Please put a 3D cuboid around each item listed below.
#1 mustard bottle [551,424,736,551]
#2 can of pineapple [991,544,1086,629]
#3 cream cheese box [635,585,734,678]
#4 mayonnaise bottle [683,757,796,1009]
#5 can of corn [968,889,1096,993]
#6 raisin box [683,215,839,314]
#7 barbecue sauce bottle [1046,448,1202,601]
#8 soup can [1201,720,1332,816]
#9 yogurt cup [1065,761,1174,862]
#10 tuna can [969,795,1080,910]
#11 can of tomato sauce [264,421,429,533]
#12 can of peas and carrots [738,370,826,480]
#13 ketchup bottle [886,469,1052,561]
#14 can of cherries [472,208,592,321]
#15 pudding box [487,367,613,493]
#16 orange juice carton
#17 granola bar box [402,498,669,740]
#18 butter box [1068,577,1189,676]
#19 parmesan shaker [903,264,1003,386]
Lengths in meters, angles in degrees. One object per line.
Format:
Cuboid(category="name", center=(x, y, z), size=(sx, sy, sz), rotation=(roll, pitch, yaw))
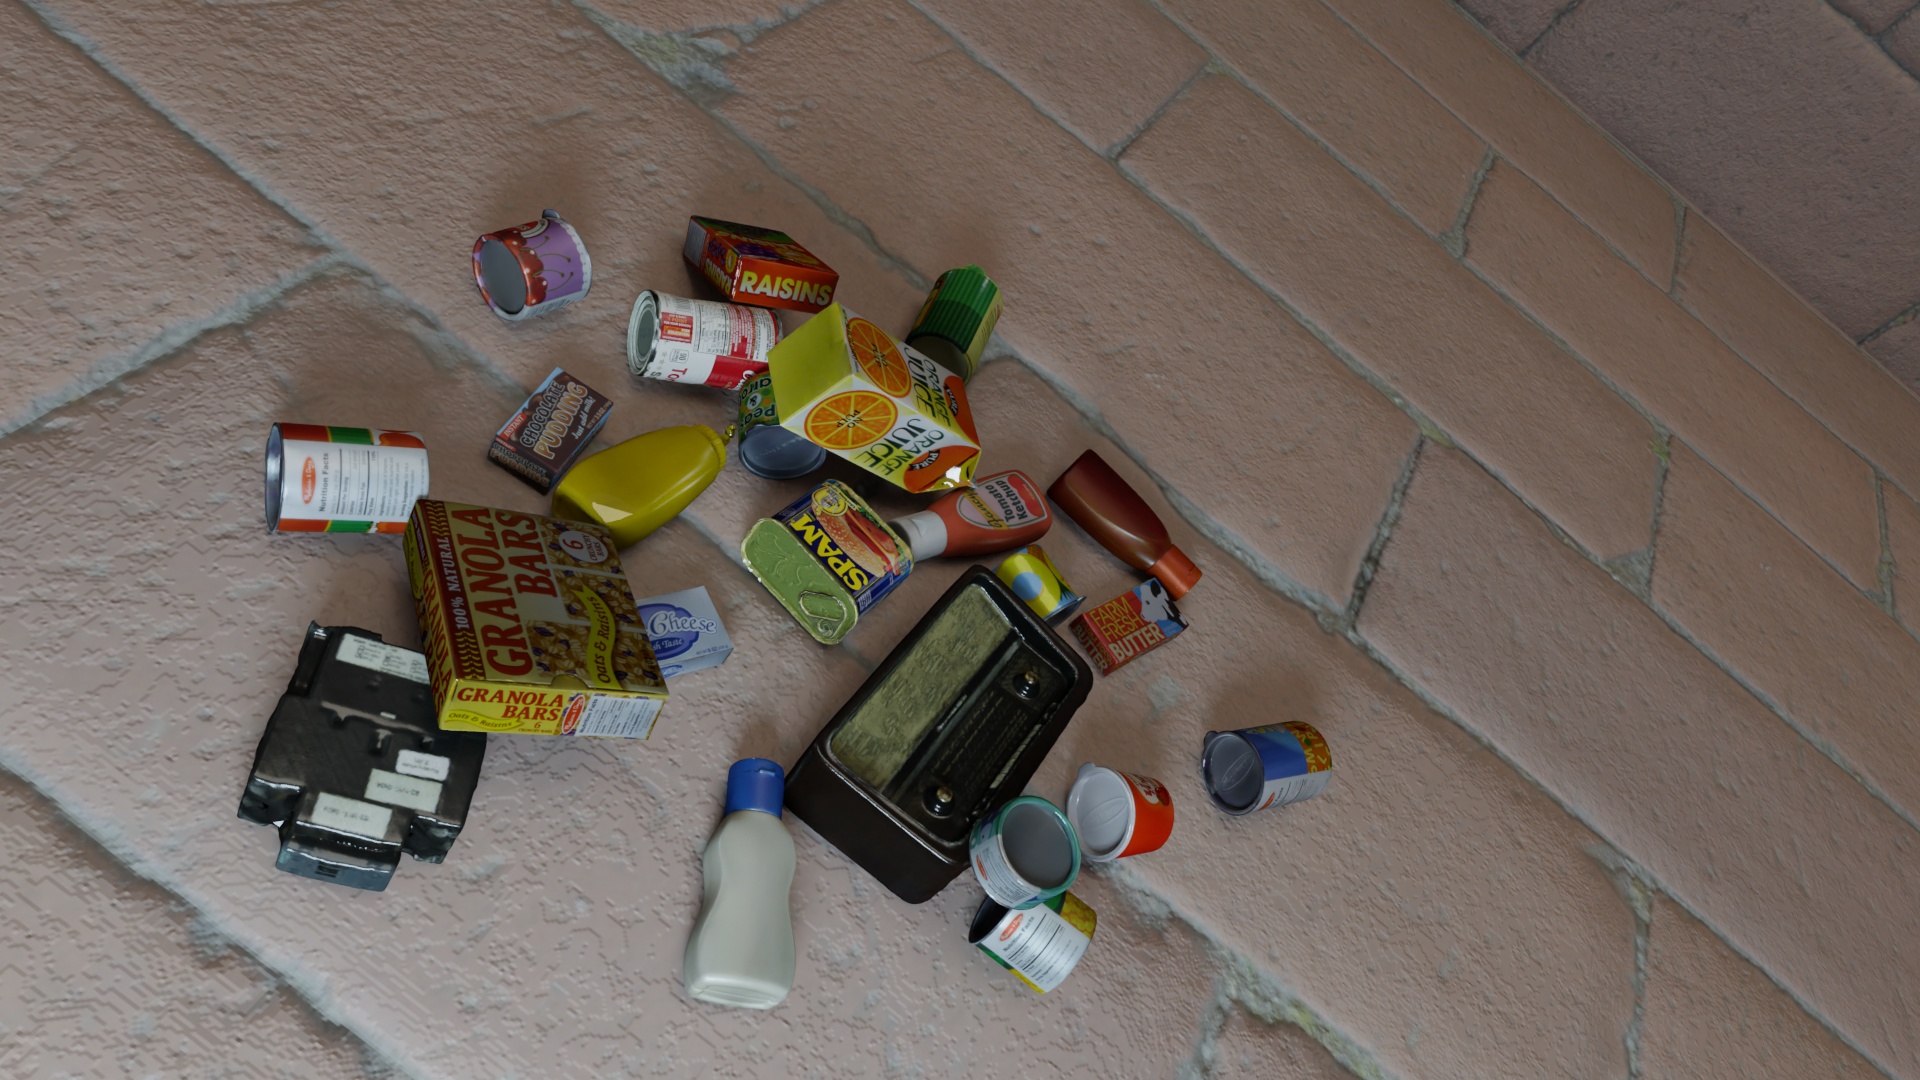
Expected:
Cuboid(category="mustard bottle", center=(-0.213, -0.046, 0.987), size=(0.065, 0.048, 0.161), rotation=(44, 43, 10))
Cuboid(category="can of pineapple", center=(0.053, 0.043, 1.087), size=(0.071, 0.070, 0.058), rotation=(-23, 72, -43))
Cuboid(category="cream cheese box", center=(-0.208, 0.066, 0.920), size=(0.104, 0.024, 0.053), rotation=(-12, 64, -40))
Cuboid(category="mayonnaise bottle", center=(-0.130, 0.207, 0.852), size=(0.065, 0.041, 0.149), rotation=(19, 47, -23))
Cuboid(category="can of corn", center=(0.048, 0.255, 0.921), size=(0.058, 0.070, 0.071), rotation=(38, 44, -5))
Cuboid(category="raisin box", center=(-0.163, -0.224, 1.125), size=(0.086, 0.040, 0.124), rotation=(5, 24, -32))
Cuboid(category="barbecue sauce bottle", center=(0.146, -0.011, 1.211), size=(0.148, 0.043, 0.065), rotation=(44, 44, 2))
Cuboid(category="soup can", center=(0.245, 0.179, 1.115), size=(0.084, 0.071, 0.071), rotation=(-2, 59, -37))
Cuboid(category="yogurt cup", center=(0.119, 0.200, 1.014), size=(0.054, 0.072, 0.072), rotation=(11, 51, -39))
Cuboid(category="tuna can", center=(0.043, 0.197, 0.885), size=(0.071, 0.032, 0.071), rotation=(19, 51, -26))
Cuboid(category="can of tomato sauce", center=(-0.378, -0.038, 0.855), size=(0.083, 0.071, 0.071), rotation=(2, 57, -34))
Cuboid(category="can of peas and carrots", center=(-0.138, -0.089, 1.058), size=(0.071, 0.070, 0.059), rotation=(14, 50, -26))
Cuboid(category="ketchup bottle", center=(0.004, -0.014, 1.115), size=(0.149, 0.043, 0.065), rotation=(-17, 65, -41))
Cuboid(category="can of cherries", center=(-0.317, -0.203, 1.023), size=(0.071, 0.071, 0.059), rotation=(50, 45, 8))
Cuboid(category="pudding box", center=(-0.287, -0.078, 0.974), size=(0.049, 0.030, 0.084), rotation=(33, 44, -7))
Cuboid(category="orange juice carton", center=(-0.051, -0.098, 1.058), size=(0.192, 0.073, 0.072), rotation=(26, 40, -47))
Cuboid(category="granola bar box", center=(-0.256, 0.045, 0.829), size=(0.124, 0.039, 0.166), rotation=(10, 32, -36))
Cuboid(category="butter box", center=(0.141, 0.071, 1.157), size=(0.104, 0.024, 0.053), rotation=(-22, 70, -43))
Cuboid(category="parmesan shaker", center=(-0.007, -0.187, 1.223), size=(0.071, 0.071, 0.103), rotation=(32, 45, -10))
